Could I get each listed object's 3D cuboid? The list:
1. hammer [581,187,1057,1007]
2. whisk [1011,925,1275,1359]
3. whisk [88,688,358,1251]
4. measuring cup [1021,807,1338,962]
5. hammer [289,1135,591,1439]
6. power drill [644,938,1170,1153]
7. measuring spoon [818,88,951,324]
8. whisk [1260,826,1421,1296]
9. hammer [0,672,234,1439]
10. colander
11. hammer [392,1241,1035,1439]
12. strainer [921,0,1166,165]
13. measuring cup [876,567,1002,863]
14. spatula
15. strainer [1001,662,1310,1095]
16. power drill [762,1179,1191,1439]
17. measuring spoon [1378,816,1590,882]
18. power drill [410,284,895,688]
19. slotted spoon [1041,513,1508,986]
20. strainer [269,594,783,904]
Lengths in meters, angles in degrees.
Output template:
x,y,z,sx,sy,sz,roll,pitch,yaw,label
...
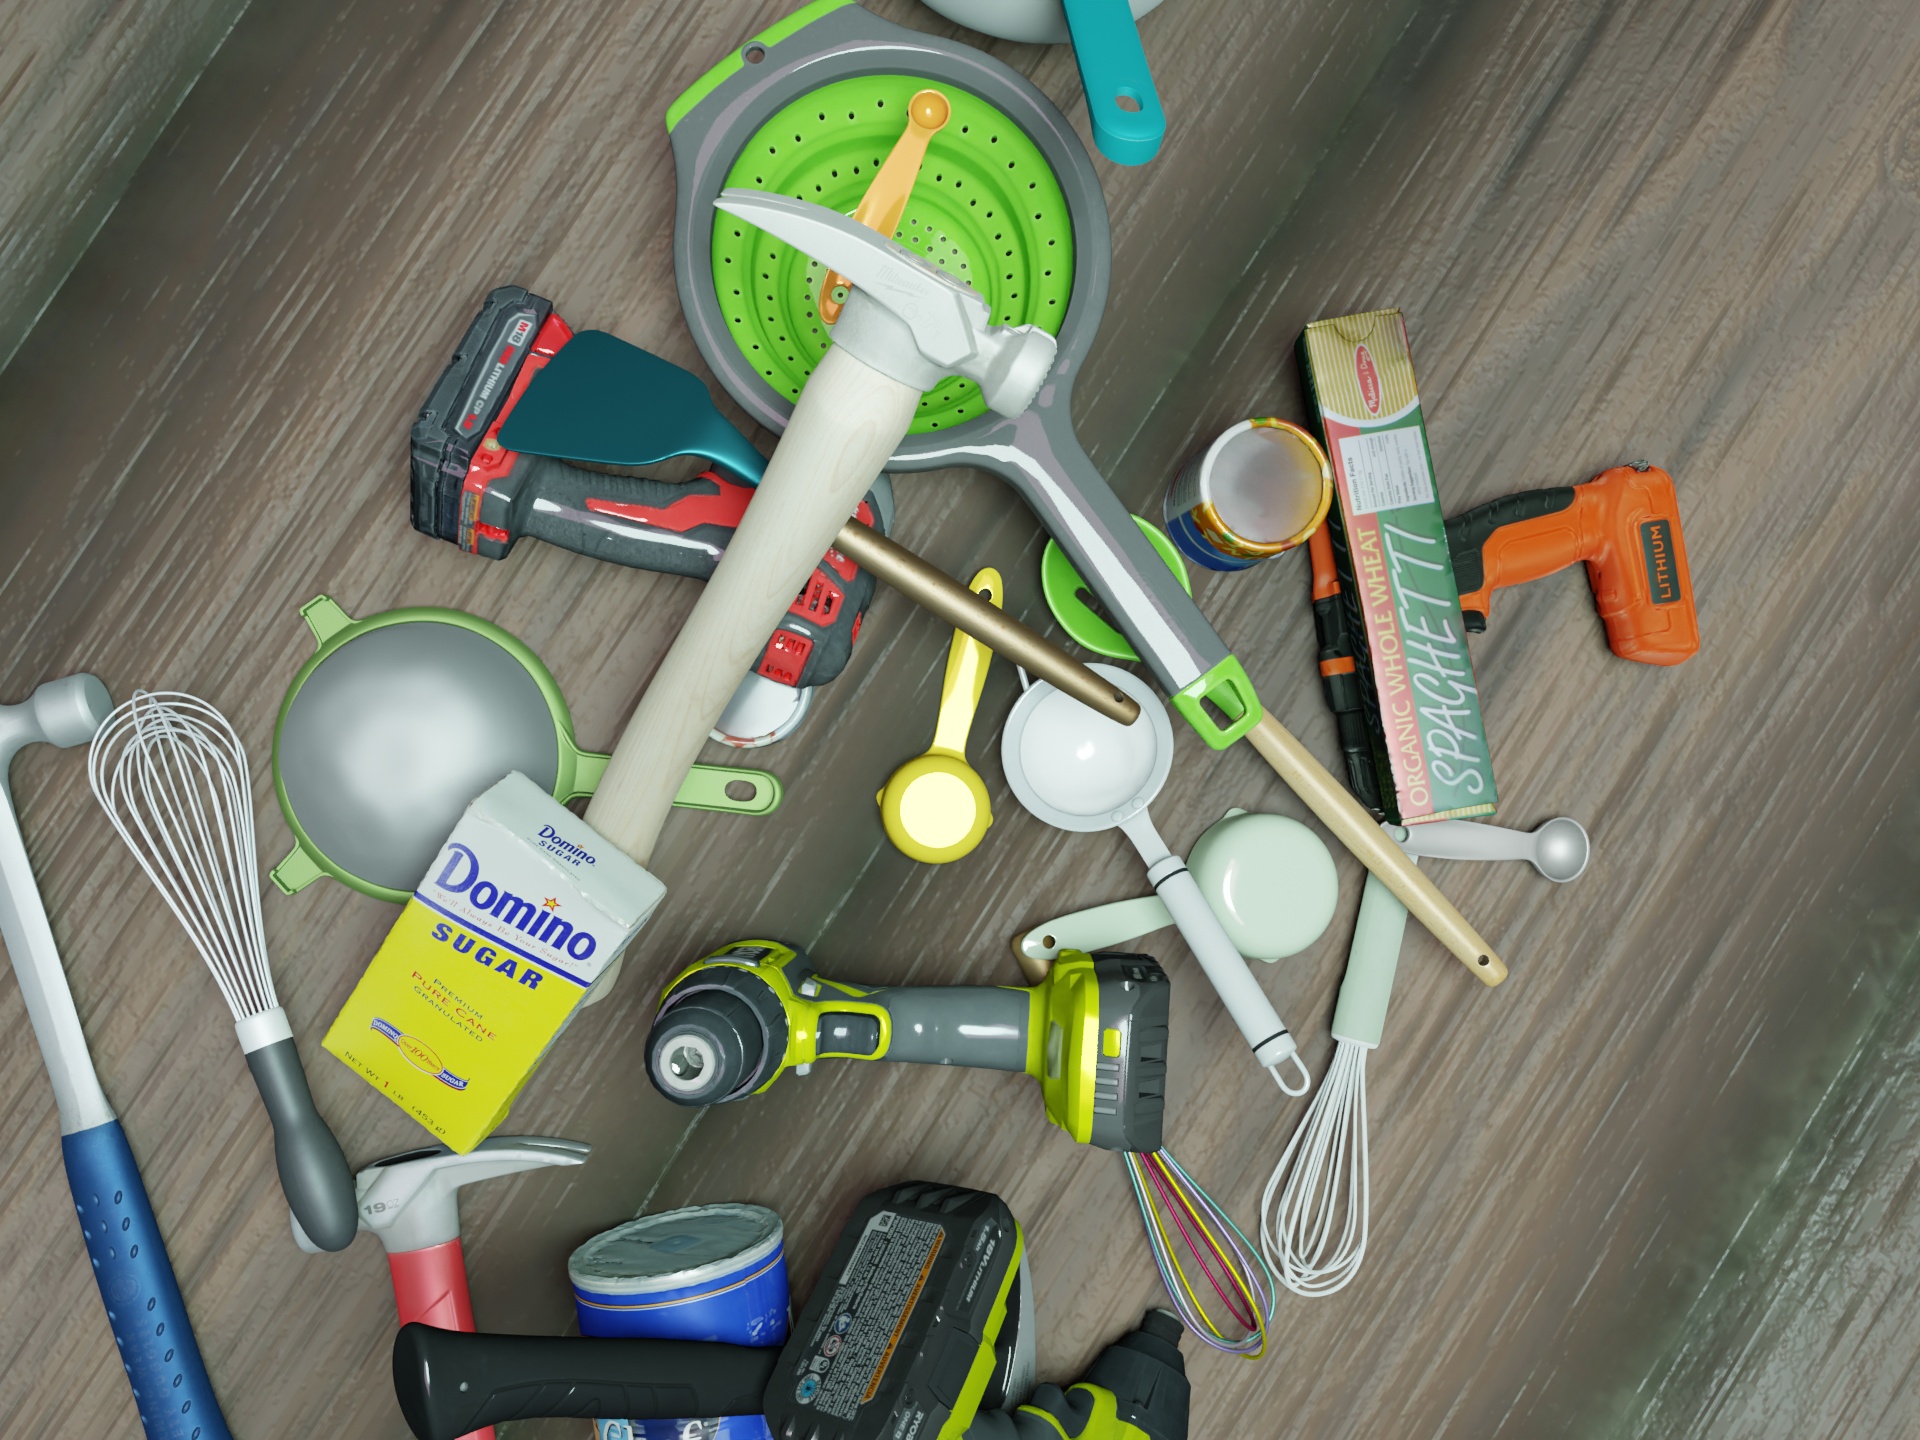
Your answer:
x,y,z,sx,sy,sz,roll,pitch,yaw,label
-0.123,-0.027,0.710,0.146,0.038,0.410,27,115,-11,hammer
0.093,0.215,0.811,0.051,0.047,0.245,-28,88,-3,whisk
-0.344,0.118,0.760,0.070,0.070,0.284,-21,87,-4,whisk
0.113,0.095,0.804,0.167,0.038,0.083,-13,88,-13,measuring cup
-0.225,0.403,0.789,0.143,0.038,0.386,-10,90,-6,hammer
-0.024,0.143,0.718,0.228,0.190,0.080,3,88,2,power drill
-0.036,-0.234,0.728,0.021,0.011,0.117,26,92,-4,measuring spoon
0.201,0.172,0.819,0.057,0.059,0.246,20,82,-47,whisk
-0.435,0.190,0.778,0.144,0.035,0.405,-17,91,-4,hammer
0.014,-0.153,0.783,0.204,0.094,0.397,-36,92,-3,colander
-0.090,0.287,0.706,0.334,0.035,0.146,21,71,-39,hammer
0.043,-0.343,0.737,0.211,0.095,0.341,-2,57,-10,strainer
-0.001,-0.003,0.812,0.062,0.029,0.156,13,90,-4,measuring cup
-0.053,-0.080,0.733,0.317,0.044,0.082,32,56,-10,spatula
0.096,0.069,0.780,0.087,0.050,0.259,-31,67,4,strainer
0.025,0.317,0.736,0.223,0.080,0.171,50,53,-31,power drill
0.269,0.063,0.827,0.124,0.018,0.034,6,88,-14,measuring spoon
-0.139,-0.115,0.770,0.219,0.078,0.143,22,59,-7,power drill
0.159,0.015,0.803,0.070,0.031,0.314,-43,83,2,slotted spoon
-0.216,0.024,0.777,0.256,0.069,0.151,6,89,-2,strainer
